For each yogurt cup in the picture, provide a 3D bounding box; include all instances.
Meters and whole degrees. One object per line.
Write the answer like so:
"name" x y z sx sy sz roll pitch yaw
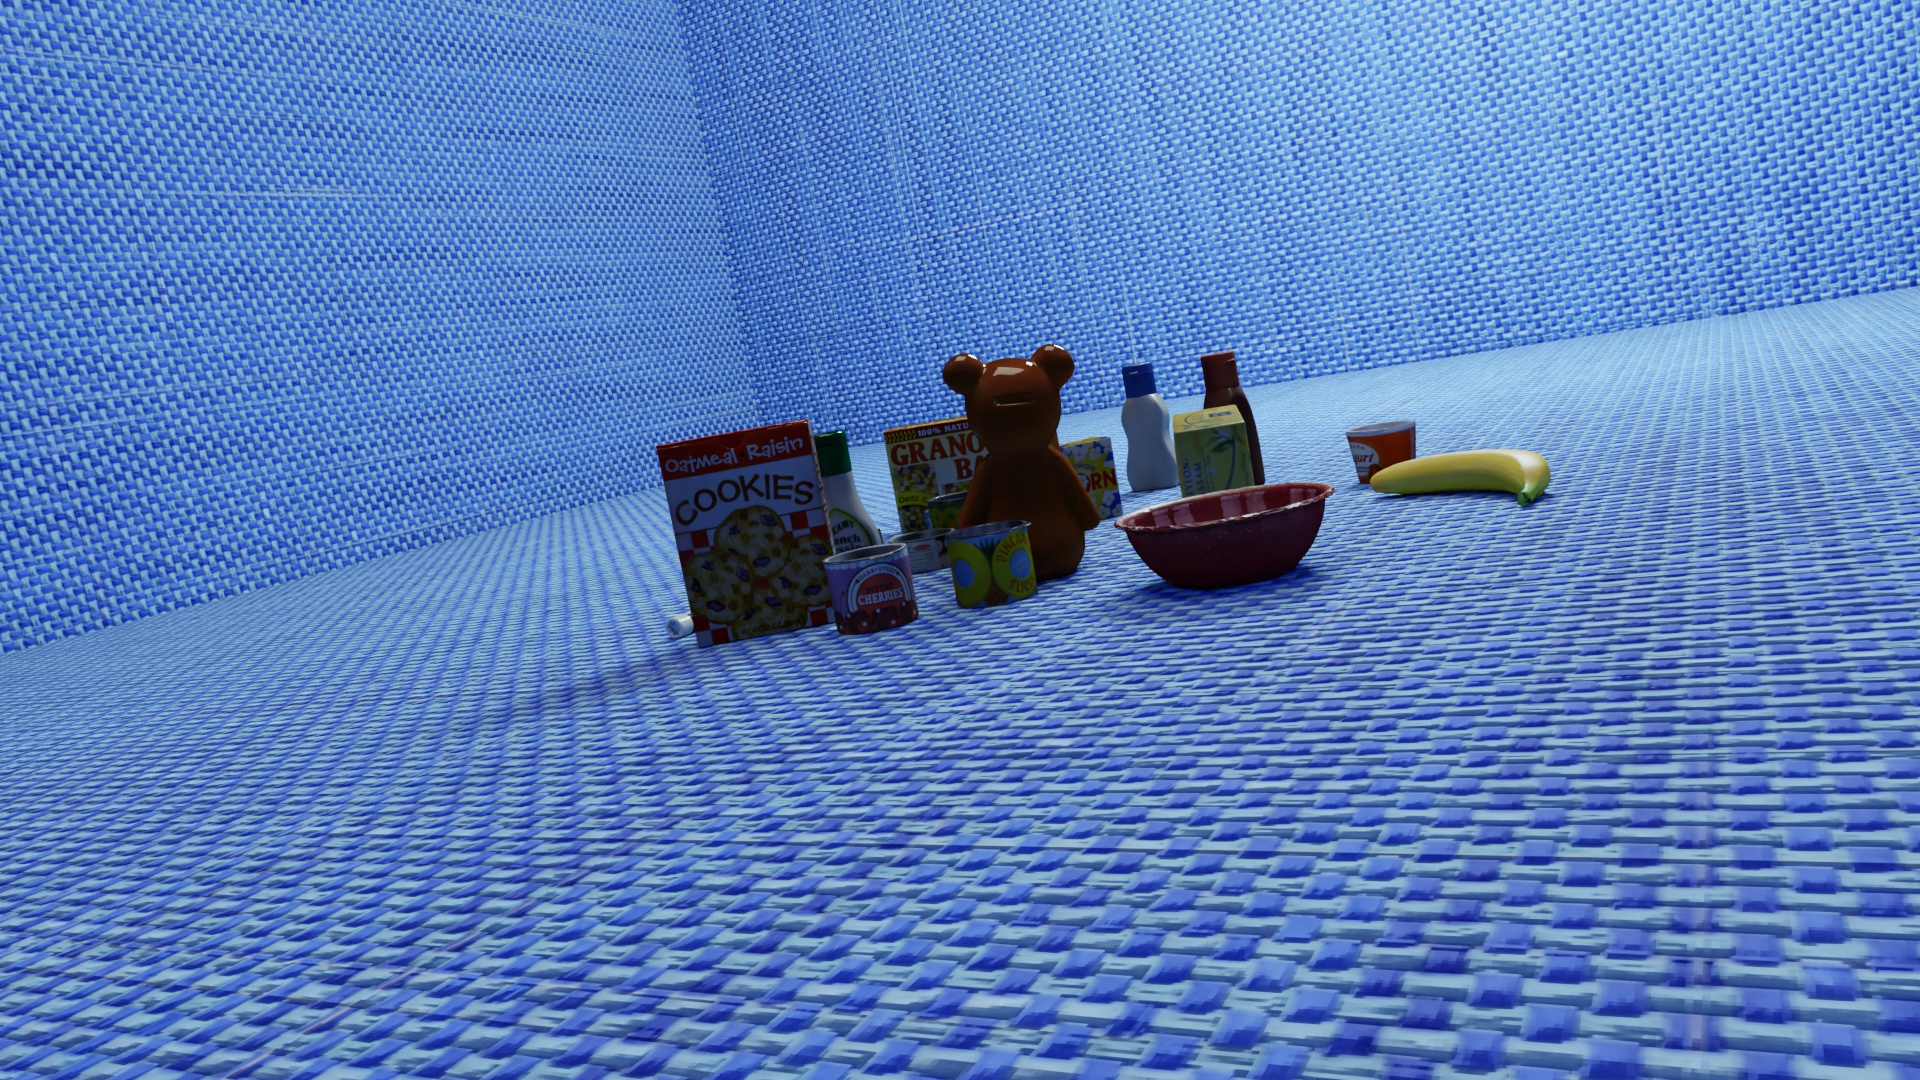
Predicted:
"yogurt cup" 0.417 -0.087 1.369 0.072 0.054 0.072 -10 7 1

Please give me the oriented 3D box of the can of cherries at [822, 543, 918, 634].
"can of cherries" -0.069 0.037 1.079 0.071 0.058 0.071 -10 7 1

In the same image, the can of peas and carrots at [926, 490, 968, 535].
"can of peas and carrots" 0.005 -0.017 1.388 0.071 0.058 0.071 -10 7 1

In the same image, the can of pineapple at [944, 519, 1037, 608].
"can of pineapple" 0.026 0.018 1.097 0.071 0.057 0.071 -10 7 1

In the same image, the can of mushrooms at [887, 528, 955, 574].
"can of mushrooms" -0.034 0.010 1.335 0.071 0.033 0.071 -10 7 1

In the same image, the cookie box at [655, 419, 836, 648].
"cookie box" -0.168 -0.007 1.129 0.123 0.167 0.040 -11 7 -1

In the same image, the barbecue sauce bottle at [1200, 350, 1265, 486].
"barbecue sauce bottle" 0.285 -0.126 1.476 0.065 0.148 0.043 -15 8 -33

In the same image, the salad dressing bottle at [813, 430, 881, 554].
"salad dressing bottle" -0.109 -0.025 1.256 0.064 0.147 0.044 -10 7 5

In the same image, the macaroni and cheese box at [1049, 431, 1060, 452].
"macaroni and cheese box" 0.065 -0.074 1.315 0.040 0.166 0.124 -11 7 -8

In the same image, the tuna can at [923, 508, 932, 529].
"tuna can" -0.007 -0.022 1.534 0.071 0.032 0.071 -10 7 1

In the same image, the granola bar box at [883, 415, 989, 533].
"granola bar box" 0.001 -0.082 1.628 0.165 0.124 0.039 -9 7 11

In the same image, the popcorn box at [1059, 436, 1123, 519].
"popcorn box" 0.101 -0.056 1.443 0.127 0.085 0.038 -13 7 -20

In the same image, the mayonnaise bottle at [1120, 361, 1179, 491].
"mayonnaise bottle" 0.219 -0.134 1.625 0.064 0.148 0.041 -7 8 23
